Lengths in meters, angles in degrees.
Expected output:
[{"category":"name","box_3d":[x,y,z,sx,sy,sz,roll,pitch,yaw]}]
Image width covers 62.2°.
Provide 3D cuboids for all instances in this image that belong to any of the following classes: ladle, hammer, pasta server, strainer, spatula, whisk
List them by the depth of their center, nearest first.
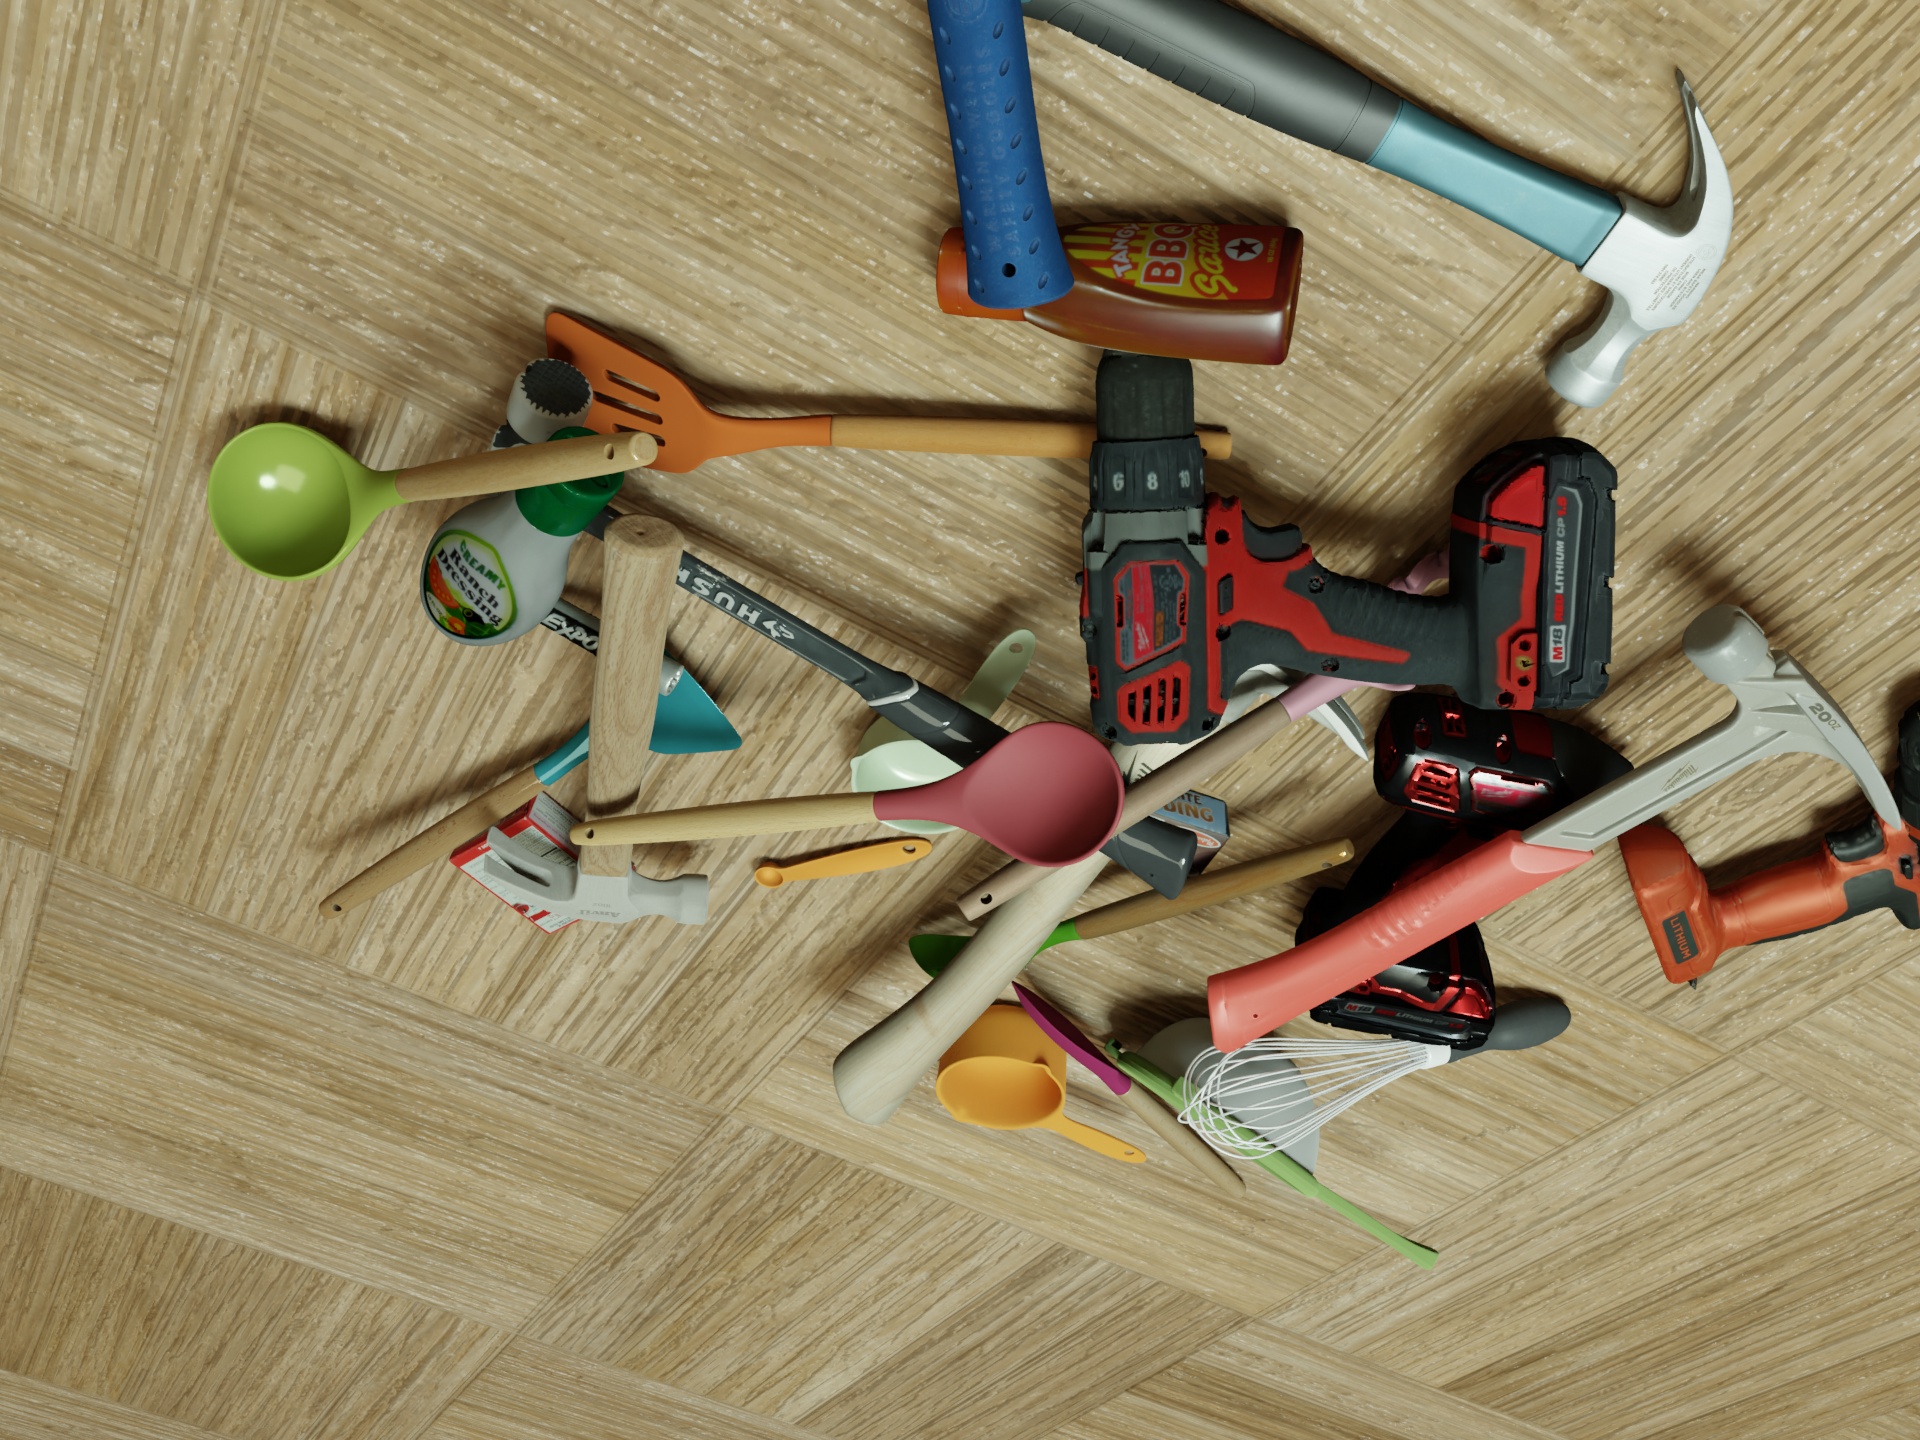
[{"category":"hammer","box_3d":[-0.015,-0.331,0.516,0.144,0.035,0.405,-3,127,12]},{"category":"hammer","box_3d":[0.151,-0.234,0.620,0.331,0.033,0.128,20,134,-11]},{"category":"ladle","box_3d":[-0.242,-0.105,0.702,0.320,0.062,0.078,2,102,44]},{"category":"spatula","box_3d":[-0.035,-0.141,0.746,0.322,0.041,0.081,2,136,0]},{"category":"pasta server","box_3d":[0.135,0.009,0.771,0.316,0.040,0.060,-32,94,-1]},{"category":"hammer","box_3d":[-0.054,-0.021,0.798,0.409,0.036,0.149,31,143,-8]},{"category":"ladle","box_3d":[-0.065,0.046,0.799,0.315,0.069,0.031,-6,175,23]},{"category":"hammer","box_3d":[0.278,0.086,0.820,0.149,0.037,0.359,40,122,-21]},{"category":"hammer","box_3d":[-0.183,0.014,0.838,0.130,0.031,0.331,4,142,-13]},{"category":"hammer","box_3d":[0.052,0.107,0.903,0.146,0.038,0.410,31,121,-9]},{"category":"spatula","box_3d":[-0.266,0.048,0.926,0.317,0.044,0.082,-30,113,19]},{"category":"whisk","box_3d":[0.255,0.205,0.958,0.284,0.070,0.070,-8,139,-23]},{"category":"strainer","box_3d":[0.223,0.268,1.040,0.256,0.069,0.151,35,172,-9]}]

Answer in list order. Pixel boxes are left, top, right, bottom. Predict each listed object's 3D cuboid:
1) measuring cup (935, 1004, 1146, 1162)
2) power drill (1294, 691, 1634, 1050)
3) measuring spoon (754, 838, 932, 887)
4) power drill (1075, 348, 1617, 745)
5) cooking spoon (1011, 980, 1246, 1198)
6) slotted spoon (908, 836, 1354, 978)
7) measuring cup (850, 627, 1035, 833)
[{"category":"measuring cup","box_3d":[0.062,0.252,1.096,0.173,0.052,0.095,31,130,-23]},{"category":"power drill","box_3d":[0.278,0.083,0.886,0.143,0.079,0.219,10,131,-2]},{"category":"measuring spoon","box_3d":[-0.073,0.085,0.982,0.117,0.011,0.021,-12,131,14]},{"category":"power drill","box_3d":[0.164,-0.085,0.708,0.226,0.080,0.188,-2,101,4]},{"category":"cooking spoon","box_3d":[0.124,0.264,1.102,0.017,0.069,0.318,-45,128,-2]},{"category":"slotted spoon","box_3d":[0.091,0.116,0.941,0.314,0.031,0.070,-23,139,36]},{"category":"measuring cup","box_3d":[-0.001,-0.003,0.866,0.083,0.038,0.167,23,131,-14]}]
